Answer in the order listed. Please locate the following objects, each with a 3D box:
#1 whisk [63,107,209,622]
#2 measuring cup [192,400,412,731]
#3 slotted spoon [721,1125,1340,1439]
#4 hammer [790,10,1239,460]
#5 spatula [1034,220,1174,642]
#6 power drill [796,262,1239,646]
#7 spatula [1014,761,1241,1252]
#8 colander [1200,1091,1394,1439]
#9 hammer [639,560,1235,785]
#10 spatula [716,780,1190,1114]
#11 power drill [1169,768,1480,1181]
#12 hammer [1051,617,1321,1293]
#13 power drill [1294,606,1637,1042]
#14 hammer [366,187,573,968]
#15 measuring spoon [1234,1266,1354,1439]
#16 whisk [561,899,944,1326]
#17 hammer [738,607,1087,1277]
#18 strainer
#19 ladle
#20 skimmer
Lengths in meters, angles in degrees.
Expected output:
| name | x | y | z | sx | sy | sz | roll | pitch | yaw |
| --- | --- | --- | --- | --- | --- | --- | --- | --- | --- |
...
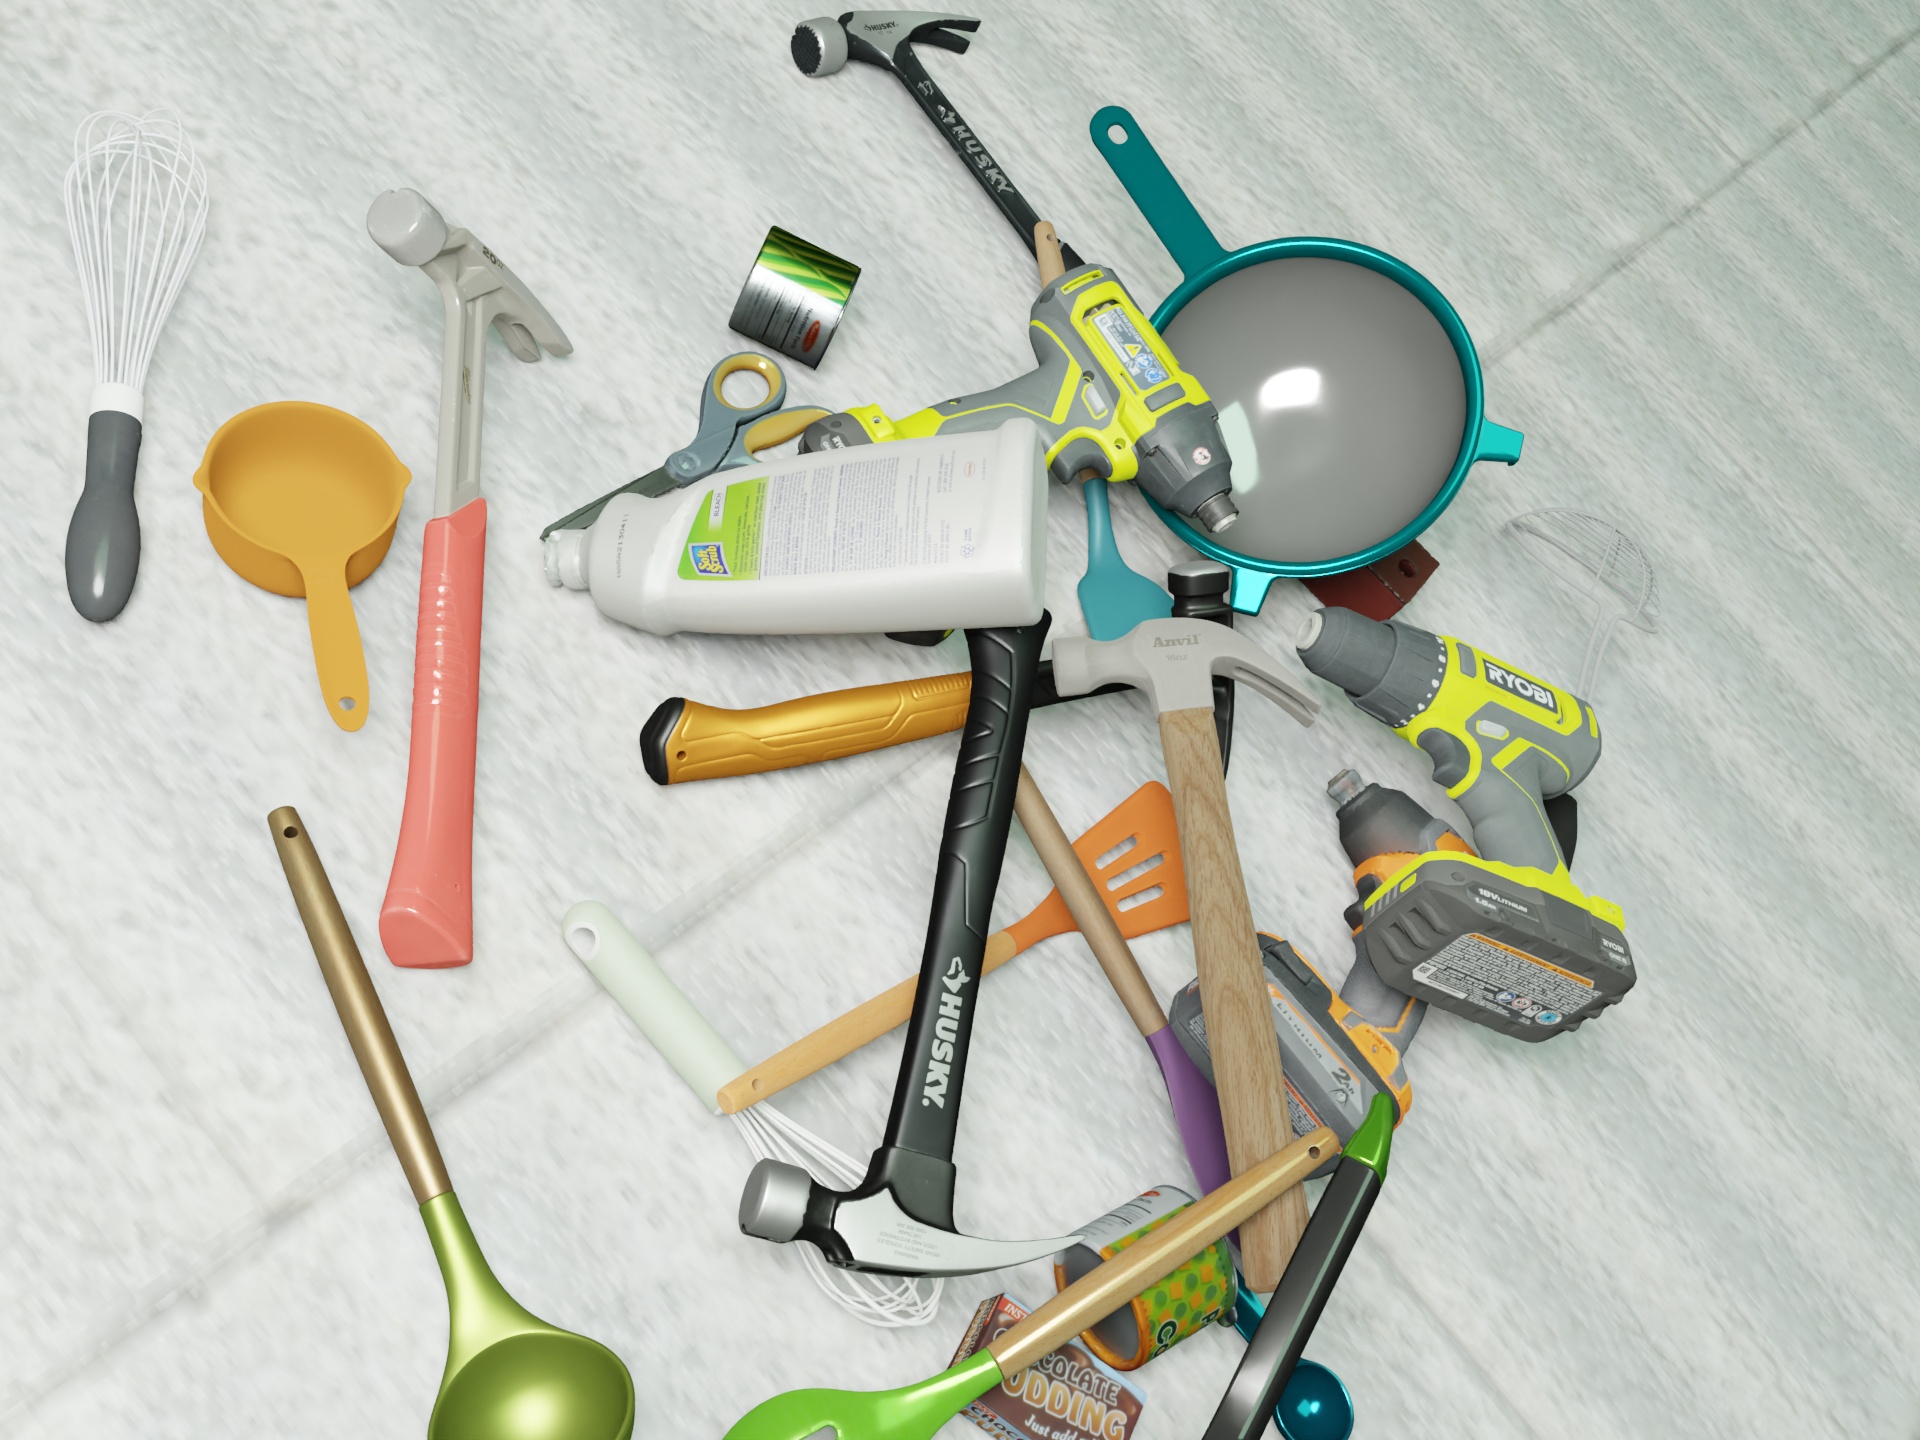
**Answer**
| name | x | y | z | sx | sy | sz | roll | pitch | yaw |
| --- | --- | --- | --- | --- | --- | --- | --- | --- | --- |
| whisk | -0.399 | -0.176 | 0.758 | 0.070 | 0.070 | 0.285 | 3 | 66 | -25 |
| measuring cup | -0.301 | -0.064 | 0.744 | 0.095 | 0.052 | 0.174 | -7 | 68 | -29 |
| slotted spoon | 0.035 | 0.258 | 0.678 | 0.314 | 0.031 | 0.070 | -28 | 83 | -16 |
| hammer | 0.055 | -0.328 | 1.078 | 0.149 | 0.036 | 0.409 | -29 | 79 | -36 |
| spatula | 0.085 | -0.176 | 0.986 | 0.082 | 0.044 | 0.318 | -3 | 73 | -24 |
| power drill | 0.036 | -0.142 | 0.893 | 0.223 | 0.080 | 0.171 | -29 | 78 | -16 |
| spatula | 0.085 | 0.134 | 0.800 | 0.060 | 0.018 | 0.316 | -22 | 82 | -54 |
| colander | 0.057 | 0.305 | 0.637 | 0.094 | 0.204 | 0.397 | 23 | 62 | 25 |
| hammer | -0.001 | -0.003 | 0.846 | 0.336 | 0.034 | 0.127 | -10 | 105 | -22 |
| spatula | 0.012 | 0.116 | 0.784 | 0.322 | 0.041 | 0.081 | -22 | 83 | -44 |
| power drill | 0.218 | 0.127 | 0.875 | 0.226 | 0.084 | 0.164 | -30 | 76 | -39 |
| hammer | 0.131 | 0.103 | 0.777 | 0.130 | 0.031 | 0.331 | -7 | 70 | -1 |
| power drill | 0.271 | 0.043 | 0.868 | 0.190 | 0.080 | 0.229 | 23 | 45 | -15 |
| hammer | -0.237 | -0.062 | 0.757 | 0.037 | 0.149 | 0.359 | -7 | 72 | 13 |
| measuring spoon | 0.142 | 0.301 | 0.781 | 0.042 | 0.021 | 0.129 | -24 | 66 | -33 |
| whisk | -0.096 | 0.175 | 0.718 | 0.246 | 0.058 | 0.059 | 47 | 19 | 8 |
| hammer | 0.006 | 0.088 | 0.741 | 0.146 | 0.035 | 0.335 | 20 | 60 | -16 |
| strainer | 0.177 | -0.234 | 0.995 | 0.211 | 0.095 | 0.340 | -31 | 75 | 4 |
| ladle | -0.223 | 0.168 | 0.649 | 0.078 | 0.062 | 0.320 | -19 | 70 | -31 |
| skimmer | 0.392 | 0.005 | 1.059 | 0.127 | 0.090 | 0.363 | 29 | 64 | -12 |
